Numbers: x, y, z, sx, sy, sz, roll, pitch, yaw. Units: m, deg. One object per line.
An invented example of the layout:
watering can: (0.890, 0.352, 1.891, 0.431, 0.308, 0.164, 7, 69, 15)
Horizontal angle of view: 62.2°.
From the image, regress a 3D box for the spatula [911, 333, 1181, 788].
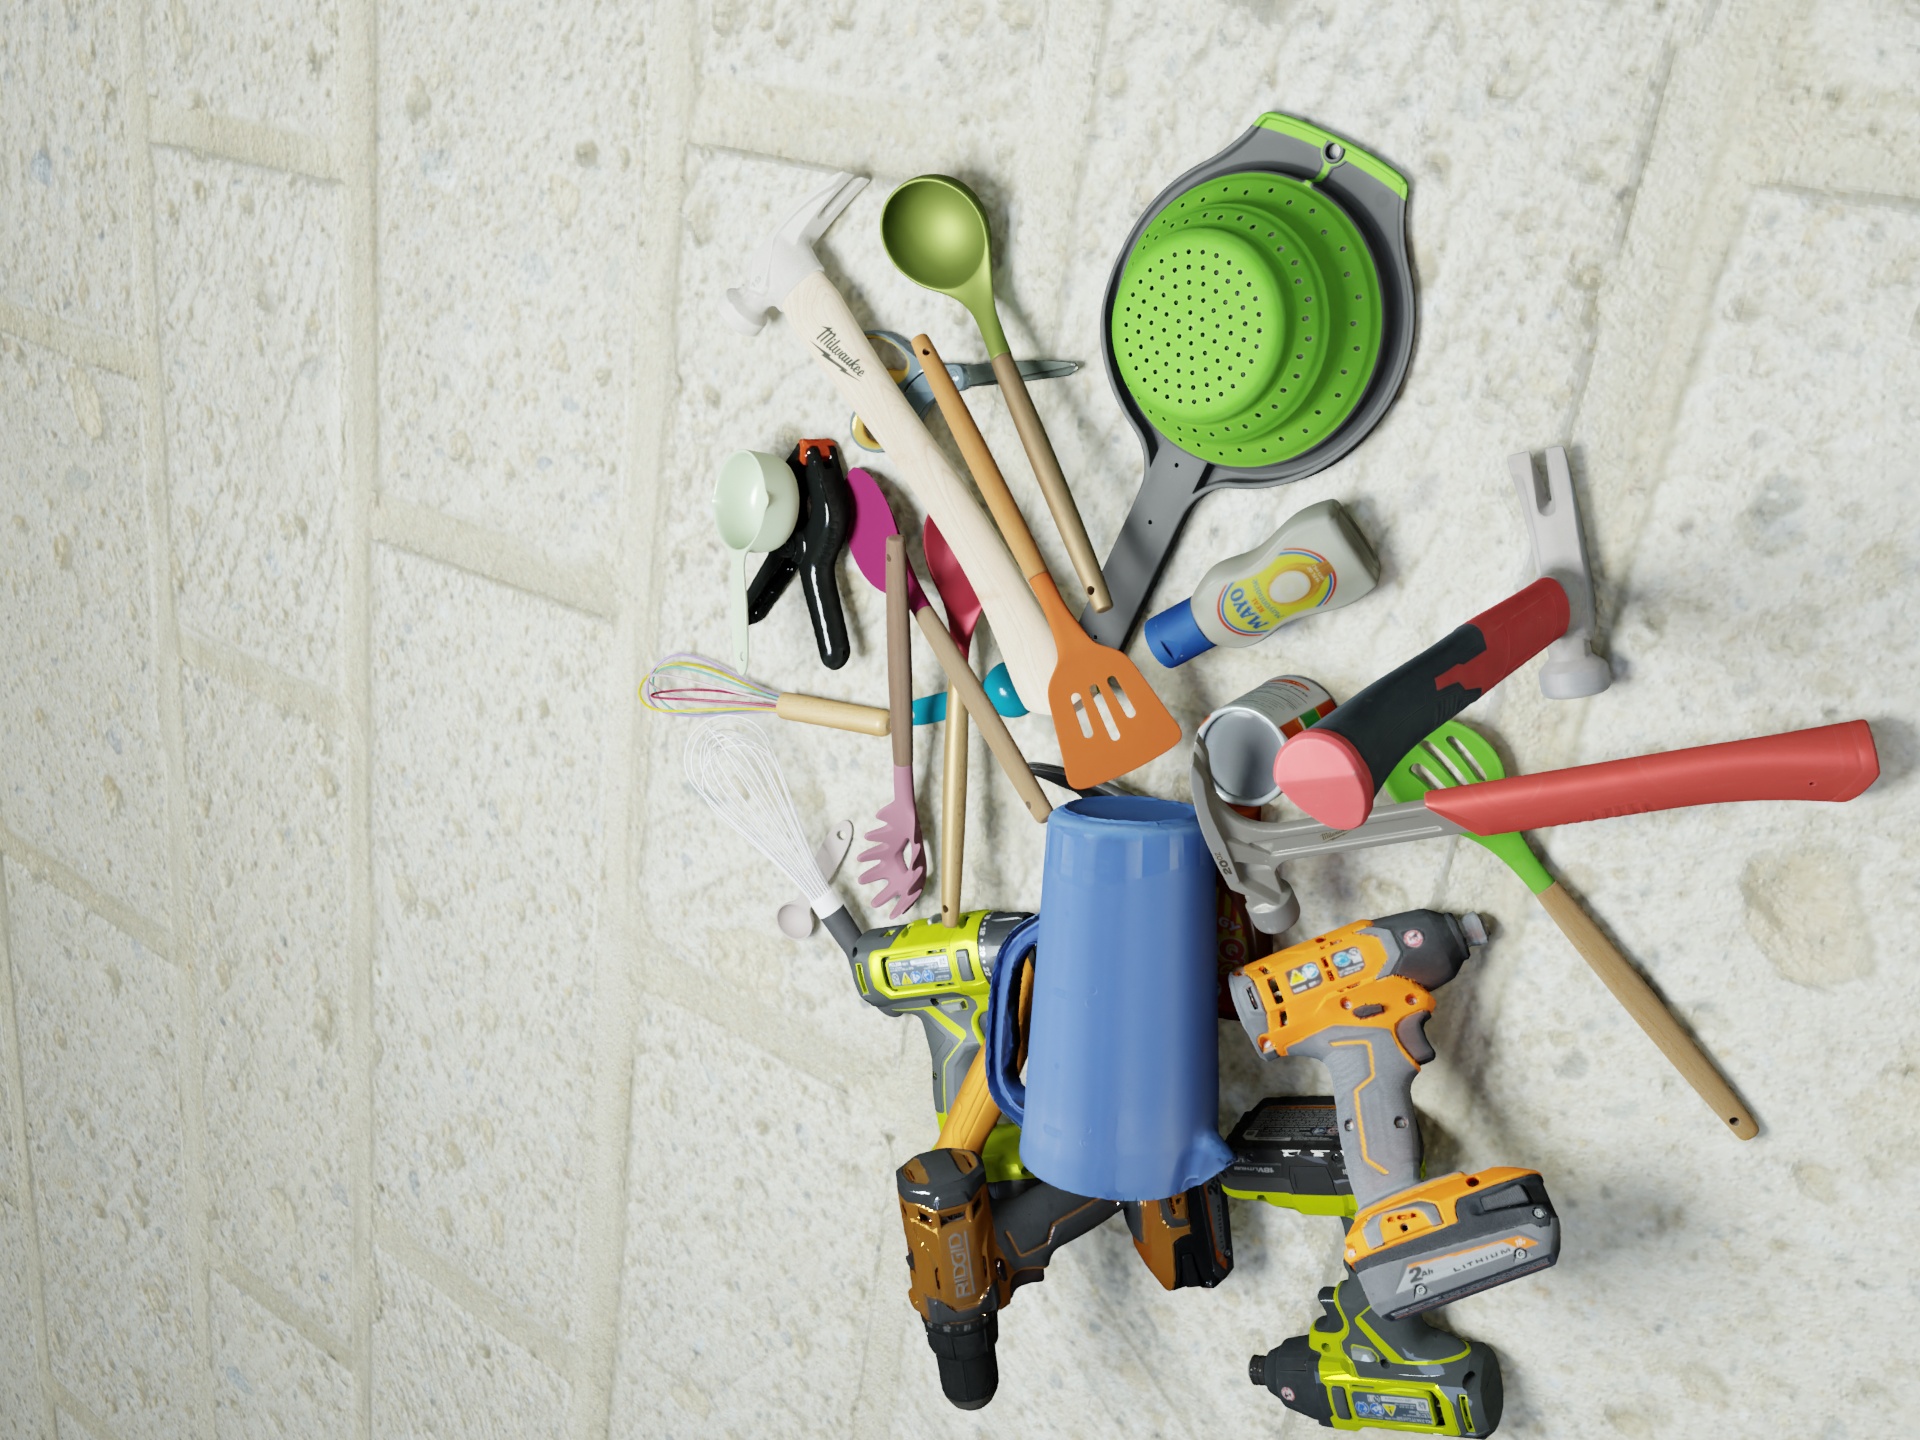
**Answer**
spatula: (0.041, -0.113, 1.046, 0.081, 0.041, 0.323, -26, 79, 2)

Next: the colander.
colander: (0.130, -0.171, 0.991, 0.205, 0.094, 0.397, 36, 121, 21)

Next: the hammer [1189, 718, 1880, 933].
hammer: (0.316, 0.040, 0.905, 0.359, 0.037, 0.149, -12, 126, 24)

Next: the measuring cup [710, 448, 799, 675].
measuring cup: (-0.151, -0.118, 1.190, 0.083, 0.038, 0.167, 8, 99, 51)

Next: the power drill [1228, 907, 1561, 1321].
power drill: (0.276, 0.226, 0.964, 0.164, 0.084, 0.227, -24, 60, 10)

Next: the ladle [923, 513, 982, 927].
ladle: (-0.002, -0.004, 1.151, 0.069, 0.031, 0.315, 9, 100, 41)

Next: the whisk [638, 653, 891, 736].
whisk: (-0.161, -0.012, 1.276, 0.245, 0.047, 0.051, 10, 115, 29)

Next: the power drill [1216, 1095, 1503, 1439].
power drill: (0.256, 0.373, 1.076, 0.171, 0.080, 0.223, -10, 101, 33)

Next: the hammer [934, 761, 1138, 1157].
hammer: (0.041, 0.197, 1.132, 0.127, 0.034, 0.337, 25, 101, 11)

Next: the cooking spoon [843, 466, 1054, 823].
cooking spoon: (-0.014, -0.057, 1.123, 0.319, 0.017, 0.068, 60, 142, 27)

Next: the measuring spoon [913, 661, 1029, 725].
measuring spoon: (-0.002, -0.012, 1.176, 0.128, 0.021, 0.042, -14, 96, 35)

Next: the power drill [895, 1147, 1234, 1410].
power drill: (0.073, 0.377, 1.118, 0.084, 0.226, 0.185, -147, 49, -72)

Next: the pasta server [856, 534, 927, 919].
pasta server: (-0.049, 0.011, 1.170, 0.060, 0.040, 0.316, 30, 133, 39)

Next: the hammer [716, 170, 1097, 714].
hammer: (-0.021, -0.185, 1.101, 0.146, 0.038, 0.411, -40, 75, 30)

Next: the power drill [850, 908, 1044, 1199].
power drill: (0.030, 0.253, 1.200, 0.190, 0.080, 0.228, -12, 94, 28)

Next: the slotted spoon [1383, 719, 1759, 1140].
slotted spoon: (0.367, 0.122, 0.957, 0.314, 0.031, 0.070, 52, 124, 9)

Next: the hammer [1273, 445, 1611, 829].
hammer: (0.241, -0.042, 0.768, 0.038, 0.386, 0.143, -7, 99, 37)

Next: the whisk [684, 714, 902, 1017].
whisk: (-0.124, 0.119, 1.269, 0.070, 0.070, 0.284, -29, 98, 37)

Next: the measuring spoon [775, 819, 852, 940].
measuring spoon: (-0.115, 0.129, 1.306, 0.034, 0.018, 0.124, 34, 114, 10)

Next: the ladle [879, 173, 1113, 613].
ladle: (0.028, -0.214, 1.038, 0.078, 0.062, 0.320, -33, 72, 41)
